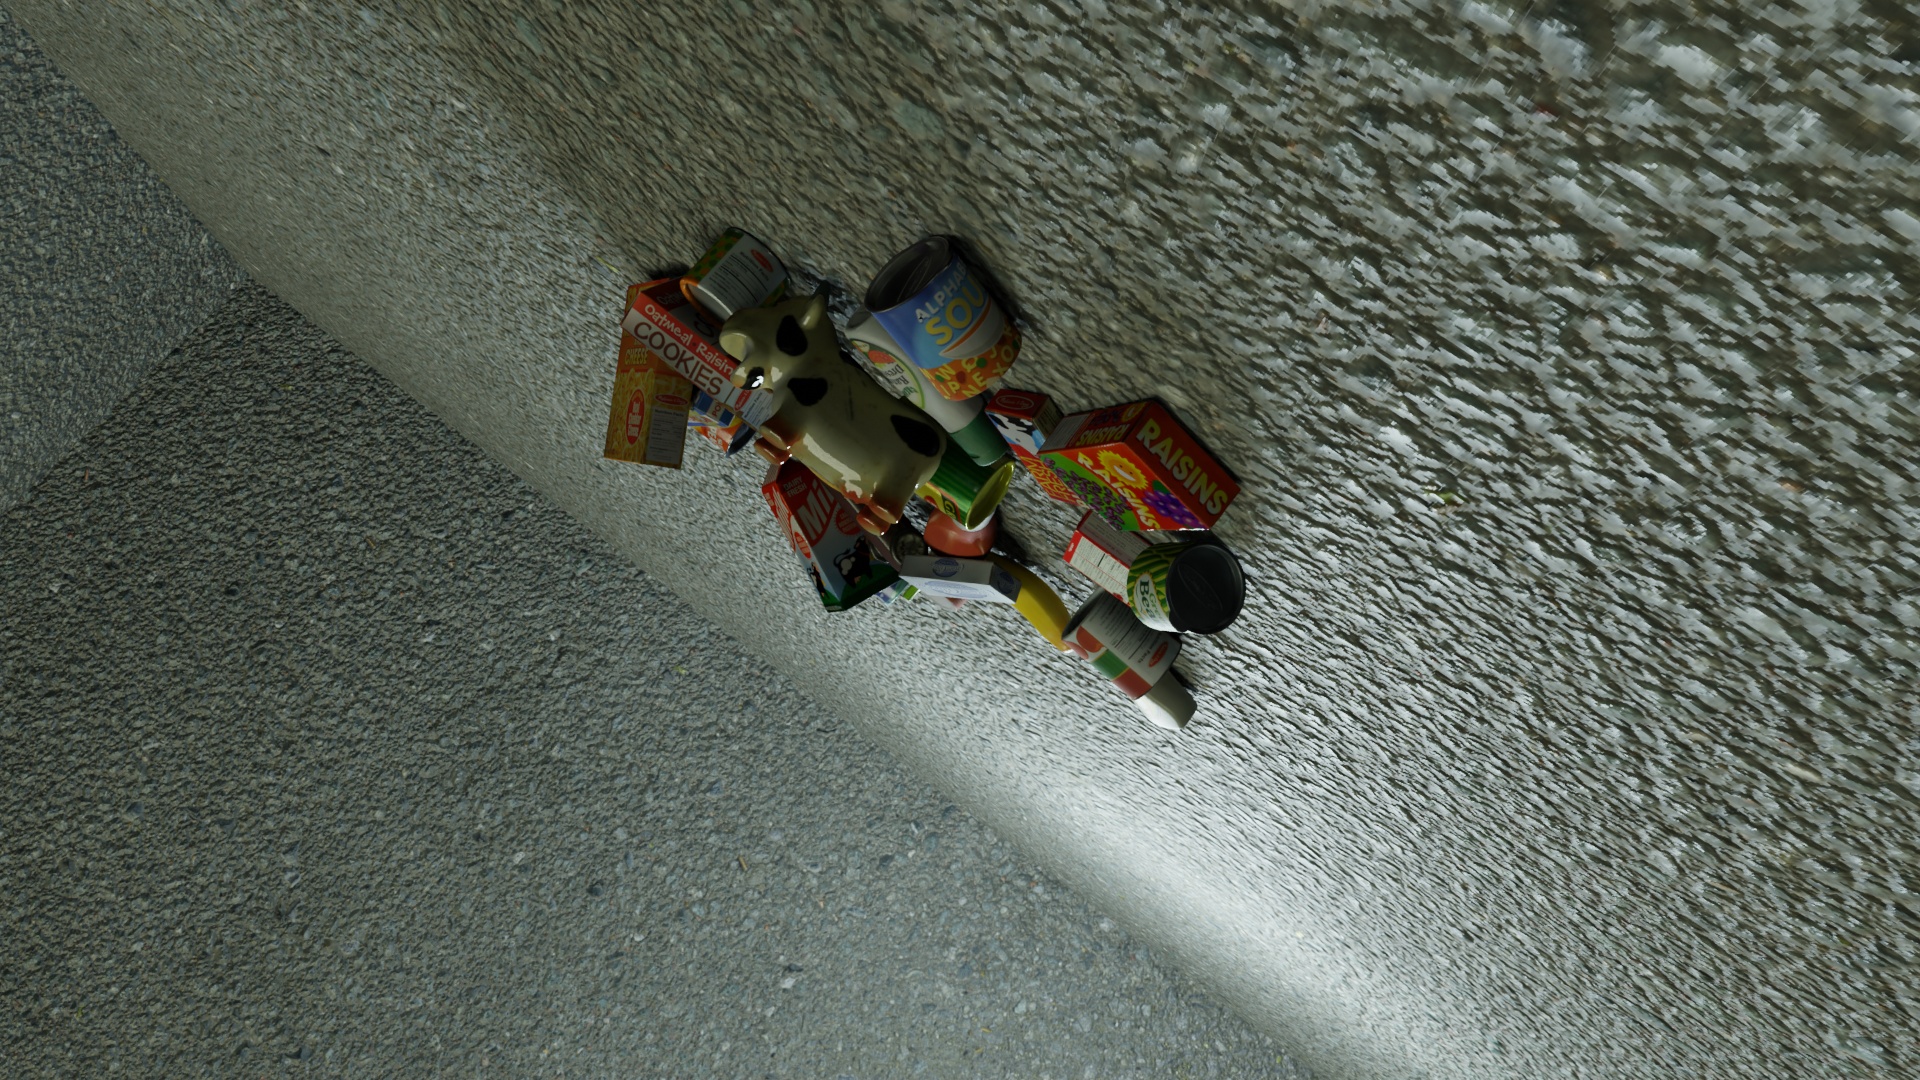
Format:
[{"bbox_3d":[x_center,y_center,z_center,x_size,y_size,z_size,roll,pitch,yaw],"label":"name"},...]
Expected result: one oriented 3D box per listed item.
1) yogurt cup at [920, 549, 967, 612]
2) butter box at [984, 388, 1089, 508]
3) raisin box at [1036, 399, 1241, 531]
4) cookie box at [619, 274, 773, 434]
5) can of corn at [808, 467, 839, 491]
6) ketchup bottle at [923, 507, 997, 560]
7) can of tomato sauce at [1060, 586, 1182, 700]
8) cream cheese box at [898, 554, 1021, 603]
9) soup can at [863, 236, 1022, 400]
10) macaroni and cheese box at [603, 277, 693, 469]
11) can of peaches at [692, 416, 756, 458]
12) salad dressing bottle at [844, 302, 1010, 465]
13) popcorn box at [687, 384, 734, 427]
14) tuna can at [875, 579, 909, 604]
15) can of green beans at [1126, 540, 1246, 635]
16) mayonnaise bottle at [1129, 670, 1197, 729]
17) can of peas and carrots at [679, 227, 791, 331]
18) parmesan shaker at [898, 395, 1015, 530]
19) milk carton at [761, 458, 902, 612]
[{"bbox_3d":[-0.011,0.036,1.408,0.072,0.054,0.072,34,165,11],"label":"yogurt cup"},{"bbox_3d":[0.065,-0.065,1.006,0.053,0.024,0.103,18,155,49],"label":"butter box"},{"bbox_3d":[0.116,-0.047,0.920,0.086,0.040,0.123,43,165,-17],"label":"raisin box"},{"bbox_3d":[-0.183,-0.152,1.152,0.167,0.040,0.123,38,-156,0],"label":"cookie box"},{"bbox_3d":[-0.107,-0.085,1.269,0.071,0.058,0.071,34,164,12],"label":"can of corn"},{"bbox_3d":[0.004,-0.016,1.246,0.065,0.043,0.148,30,164,1],"label":"ketchup bottle"},{"bbox_3d":[0.138,0.087,1.201,0.083,0.071,0.071,39,164,-3],"label":"can of tomato sauce"},{"bbox_3d":[0.000,0.036,1.291,0.104,0.024,0.053,4,161,35],"label":"cream cheese box"},{"bbox_3d":[-0.008,-0.140,0.879,0.083,0.071,0.071,47,162,-32],"label":"soup can"},{"bbox_3d":[-0.282,-0.152,1.280,0.040,0.166,0.123,8,-179,-31],"label":"macaroni and cheese box"},{"bbox_3d":[-0.240,-0.128,1.417,0.058,0.071,0.071,38,164,5],"label":"can of peaches"},{"bbox_3d":[-0.020,-0.116,1.014,0.147,0.044,0.064,45,165,-24],"label":"salad dressing bottle"},{"bbox_3d":[-0.236,-0.152,1.304,0.038,0.085,0.126,32,169,-28],"label":"popcorn box"},{"bbox_3d":[-0.073,0.038,1.523,0.033,0.071,0.071,39,164,-6],"label":"tuna can"},{"bbox_3d":[0.161,0.034,0.997,0.071,0.071,0.058,43,164,-17],"label":"can of green beans"},{"bbox_3d":[0.159,0.116,1.285,0.147,0.041,0.065,47,164,-31],"label":"mayonnaise bottle"},{"bbox_3d":[-0.178,-0.201,1.093,0.071,0.059,0.070,35,164,12],"label":"can of peas and carrots"},{"bbox_3d":[-0.016,-0.063,1.117,0.103,0.071,0.071,34,164,15],"label":"parmesan shaker"},{"bbox_3d":[-0.143,-0.025,1.434,0.190,0.074,0.072,62,160,-5],"label":"milk carton"}]
